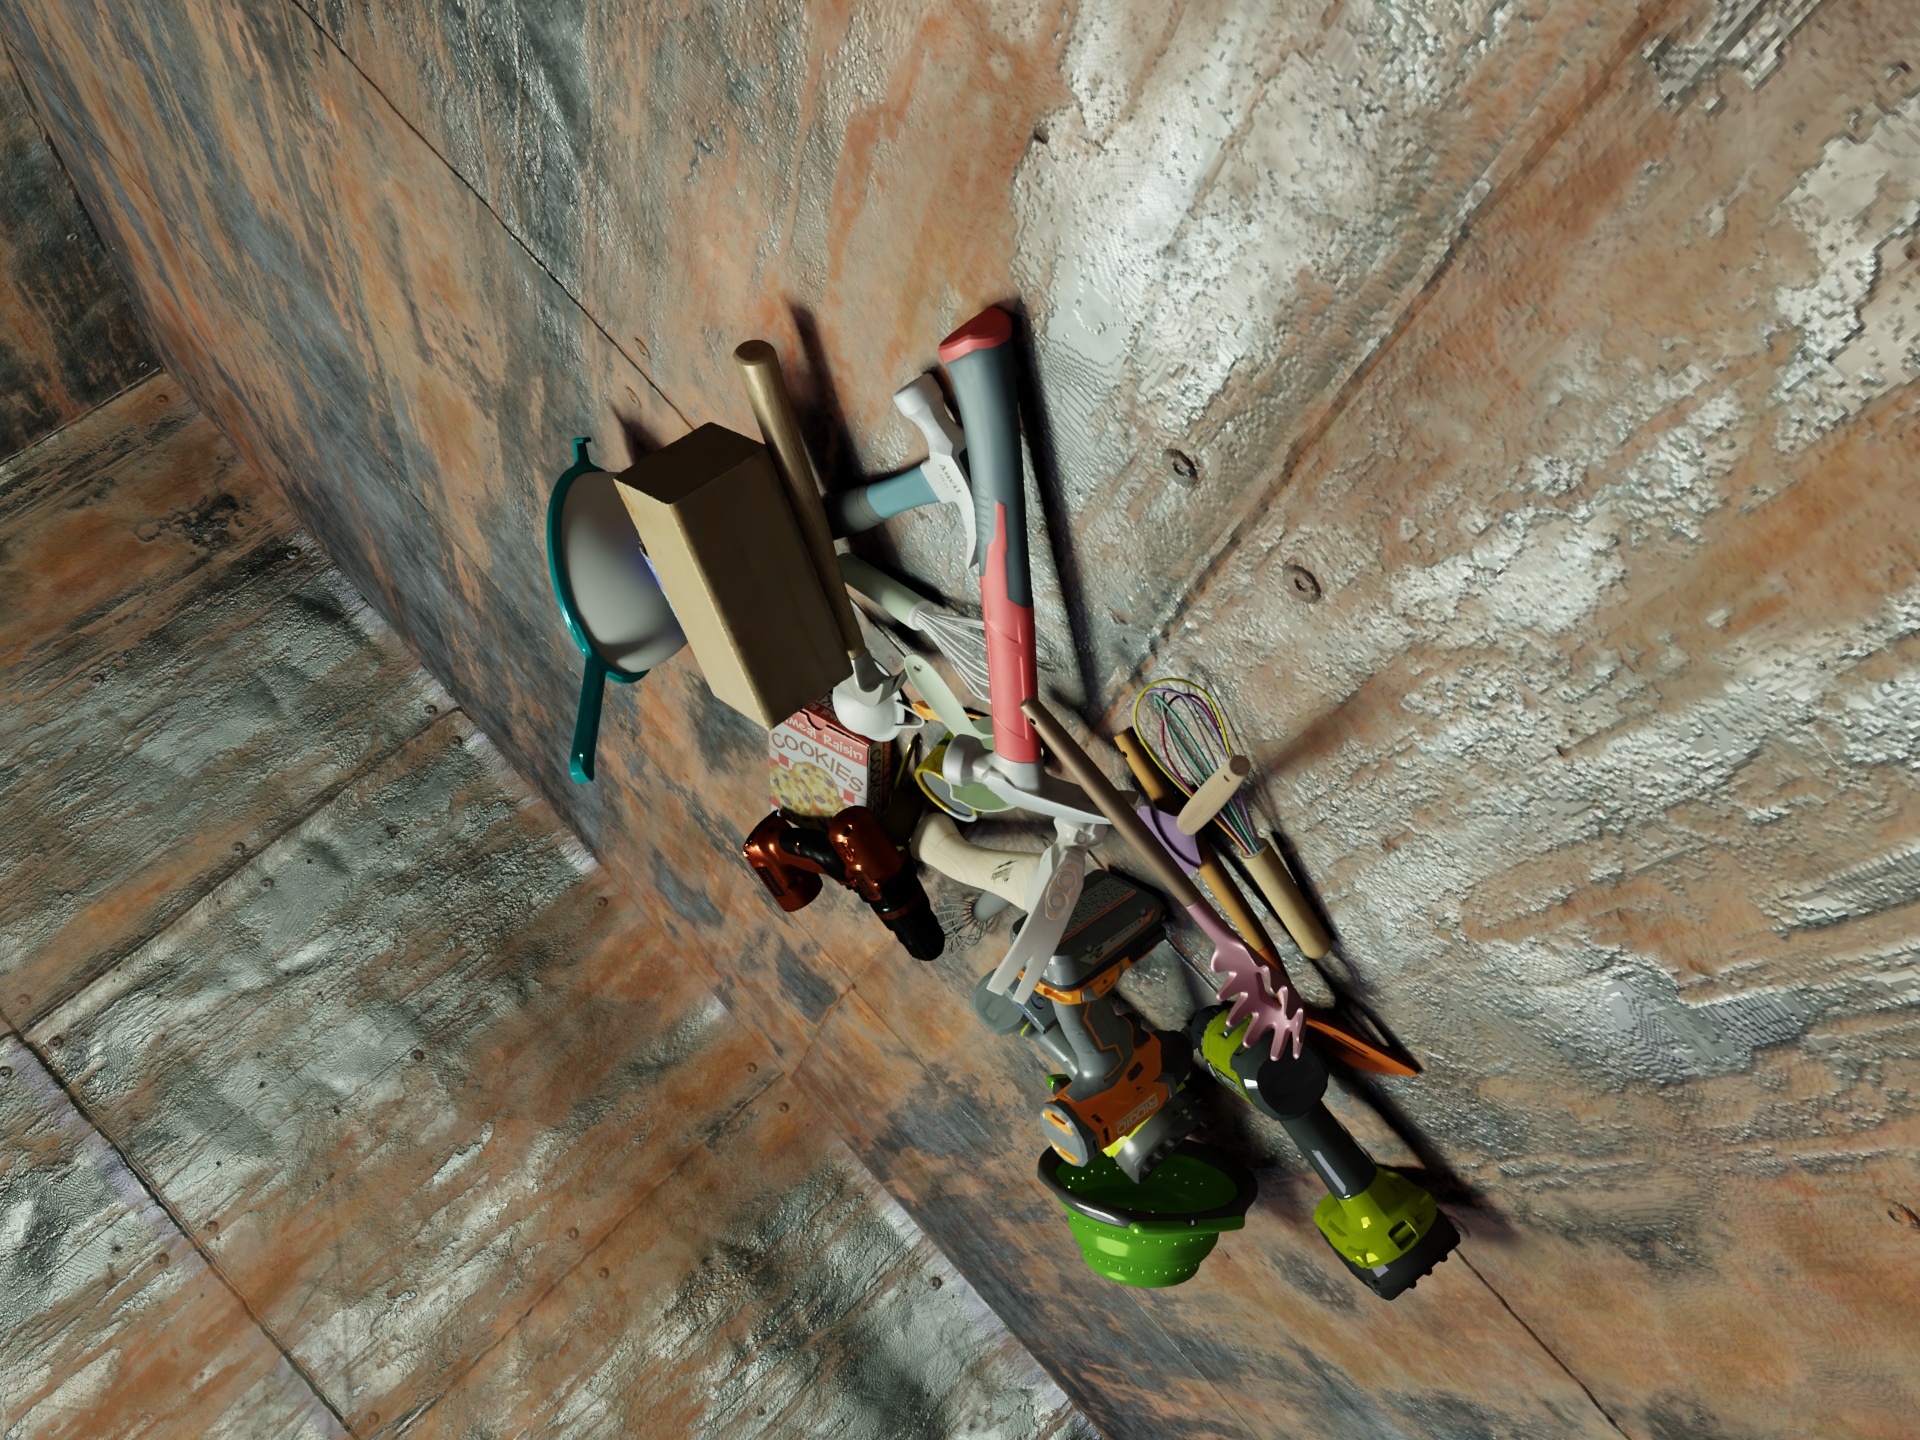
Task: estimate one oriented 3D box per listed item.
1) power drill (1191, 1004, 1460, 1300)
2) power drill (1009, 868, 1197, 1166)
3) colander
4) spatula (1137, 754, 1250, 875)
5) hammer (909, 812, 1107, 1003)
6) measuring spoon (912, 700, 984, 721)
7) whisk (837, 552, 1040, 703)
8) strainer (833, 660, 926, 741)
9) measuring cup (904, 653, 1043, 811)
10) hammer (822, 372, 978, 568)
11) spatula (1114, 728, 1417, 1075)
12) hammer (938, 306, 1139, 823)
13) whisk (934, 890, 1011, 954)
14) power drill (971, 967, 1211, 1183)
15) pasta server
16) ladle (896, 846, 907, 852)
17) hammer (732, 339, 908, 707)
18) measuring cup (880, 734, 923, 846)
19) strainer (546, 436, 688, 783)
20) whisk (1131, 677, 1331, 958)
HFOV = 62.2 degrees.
[{"bbox_3d":[0.270,0.319,1.237,0.228,0.080,0.190,53,173,-5],"label":"power drill"},{"bbox_3d":[0.129,0.241,1.323,0.084,0.164,0.226,24,134,48],"label":"power drill"},{"bbox_3d":[0.152,0.453,1.566,0.397,0.204,0.094,-150,63,-74],"label":"colander"},{"bbox_3d":[0.148,0.060,1.018,0.060,0.018,0.315,48,170,9],"label":"spatula"},{"bbox_3d":[0.014,0.132,1.340,0.038,0.146,0.411,26,174,-14],"label":"hammer"},{"bbox_3d":[-0.002,-0.004,1.341,0.117,0.011,0.021,12,146,52],"label":"measuring spoon"},{"bbox_3d":[-0.025,-0.077,1.219,0.247,0.057,0.059,35,119,42],"label":"whisk"},{"bbox_3d":[-0.135,-0.046,1.472,0.259,0.050,0.086,33,134,37],"label":"strainer"},{"bbox_3d":[0.003,0.001,1.233,0.167,0.083,0.038,53,-166,-31],"label":"measuring cup"},{"bbox_3d":[-0.064,-0.161,1.171,0.128,0.033,0.331,57,158,-14],"label":"hammer"},{"bbox_3d":[0.211,0.137,1.144,0.322,0.041,0.081,56,159,-4],"label":"spatula"},{"bbox_3d":[0.044,-0.084,1.032,0.143,0.038,0.385,15,137,21],"label":"hammer"},{"bbox_3d":[0.019,0.184,1.561,0.055,0.055,0.239,48,154,5],"label":"whisk"},{"bbox_3d":[0.122,0.313,1.482,0.223,0.080,0.171,44,-170,17],"label":"power drill"},{"bbox_3d":[0.139,0.109,1.092,0.316,0.040,0.060,50,146,-12],"label":"pasta server"},{"bbox_3d":[-0.118,0.060,1.607,0.078,0.062,0.319,20,142,40],"label":"ladle"},{"bbox_3d":[-0.109,-0.138,1.205,0.130,0.031,0.331,35,152,39],"label":"hammer"},{"bbox_3d":[-0.047,0.066,1.501,0.029,0.062,0.156,25,142,5],"label":"measuring cup"},{"bbox_3d":[-0.295,-0.094,1.458,0.210,0.095,0.341,61,-158,-51],"label":"strainer"},{"bbox_3d":[0.188,0.068,1.053,0.244,0.047,0.051,54,166,-23],"label":"whisk"}]
